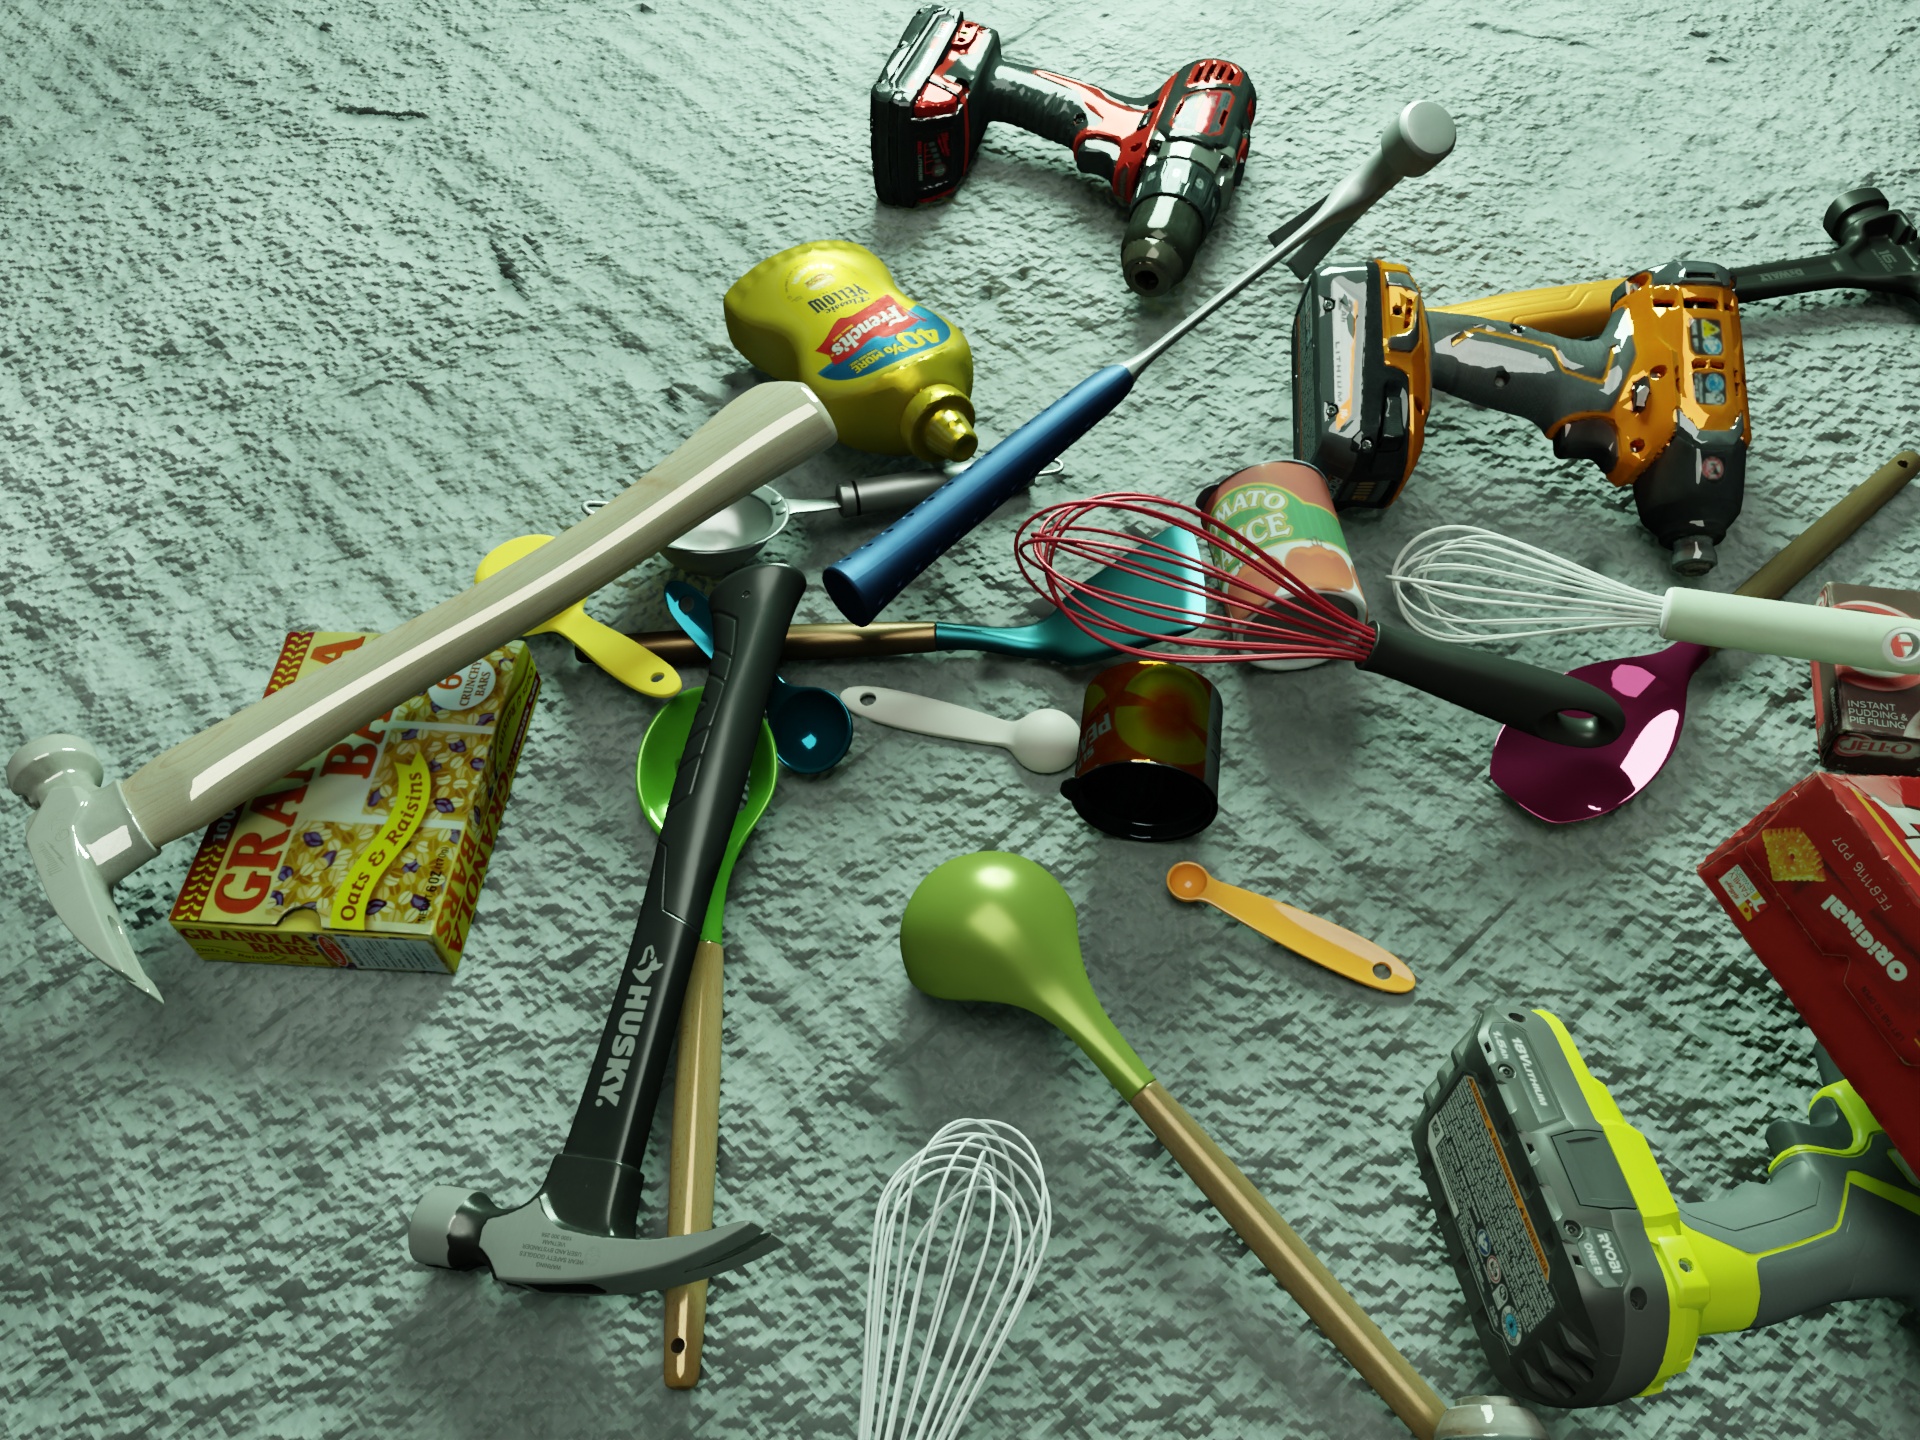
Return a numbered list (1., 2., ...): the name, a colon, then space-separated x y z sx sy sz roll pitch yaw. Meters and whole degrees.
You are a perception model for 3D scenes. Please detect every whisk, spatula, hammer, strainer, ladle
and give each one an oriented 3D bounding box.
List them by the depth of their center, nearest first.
1. whisk: -0.028 0.278 0.564 0.070 0.070 0.285 12 62 12
2. ladle: 0.089 0.174 0.642 0.078 0.062 0.320 -34 67 -22
3. hammer: -0.117 0.075 0.685 0.146 0.035 0.335 2 61 19
4. whisk: 0.165 -0.040 0.715 0.295 0.073 0.073 17 56 -7
5. hammer: -0.230 -0.036 0.743 0.410 0.038 0.146 -34 58 -14
6. whisk: 0.327 -0.052 0.755 0.246 0.059 0.058 11 98 21
7. spatula: -0.039 -0.050 0.796 0.317 0.044 0.082 -3 44 3
8. hammer: 0.089 -0.182 0.833 0.405 0.144 0.035 -40 94 -18
9. strainer: -0.067 -0.114 0.845 0.258 0.050 0.087 -11 38 -11
10. hammer: 0.387 -0.232 0.901 0.337 0.034 0.127 -9 54 -2

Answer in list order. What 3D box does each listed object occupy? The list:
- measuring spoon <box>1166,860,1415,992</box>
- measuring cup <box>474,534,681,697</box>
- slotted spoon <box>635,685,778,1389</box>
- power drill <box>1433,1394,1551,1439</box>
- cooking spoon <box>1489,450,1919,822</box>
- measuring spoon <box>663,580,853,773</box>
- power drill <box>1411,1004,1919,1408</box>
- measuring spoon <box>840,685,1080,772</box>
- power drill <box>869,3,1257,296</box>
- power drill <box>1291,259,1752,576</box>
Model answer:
1. measuring spoon: 0.145 0.094 0.707 0.117 0.011 0.021 24 61 15
2. measuring cup: -0.190 -0.053 0.797 0.062 0.029 0.157 -39 48 -25
3. slotted spoon: -0.114 0.123 0.691 0.070 0.031 0.314 -8 57 8
4. power drill: 0.102 0.309 0.506 0.226 0.084 0.186 6 58 -3
5. cooking spoon: 0.378 -0.049 0.784 0.319 0.017 0.069 -36 57 -19
6. measuring spoon: -0.100 -0.024 0.782 0.129 0.021 0.042 45 95 16
7. power drill: 0.294 0.167 0.590 0.223 0.080 0.171 0 46 -11
8. measuring spoon: -0.001 -0.002 0.776 0.124 0.018 0.034 12 57 13
9. power drill: 0.060 -0.348 0.980 0.227 0.080 0.188 15 58 10
10. power drill: 0.291 -0.156 0.820 0.226 0.084 0.164 2 74 0
